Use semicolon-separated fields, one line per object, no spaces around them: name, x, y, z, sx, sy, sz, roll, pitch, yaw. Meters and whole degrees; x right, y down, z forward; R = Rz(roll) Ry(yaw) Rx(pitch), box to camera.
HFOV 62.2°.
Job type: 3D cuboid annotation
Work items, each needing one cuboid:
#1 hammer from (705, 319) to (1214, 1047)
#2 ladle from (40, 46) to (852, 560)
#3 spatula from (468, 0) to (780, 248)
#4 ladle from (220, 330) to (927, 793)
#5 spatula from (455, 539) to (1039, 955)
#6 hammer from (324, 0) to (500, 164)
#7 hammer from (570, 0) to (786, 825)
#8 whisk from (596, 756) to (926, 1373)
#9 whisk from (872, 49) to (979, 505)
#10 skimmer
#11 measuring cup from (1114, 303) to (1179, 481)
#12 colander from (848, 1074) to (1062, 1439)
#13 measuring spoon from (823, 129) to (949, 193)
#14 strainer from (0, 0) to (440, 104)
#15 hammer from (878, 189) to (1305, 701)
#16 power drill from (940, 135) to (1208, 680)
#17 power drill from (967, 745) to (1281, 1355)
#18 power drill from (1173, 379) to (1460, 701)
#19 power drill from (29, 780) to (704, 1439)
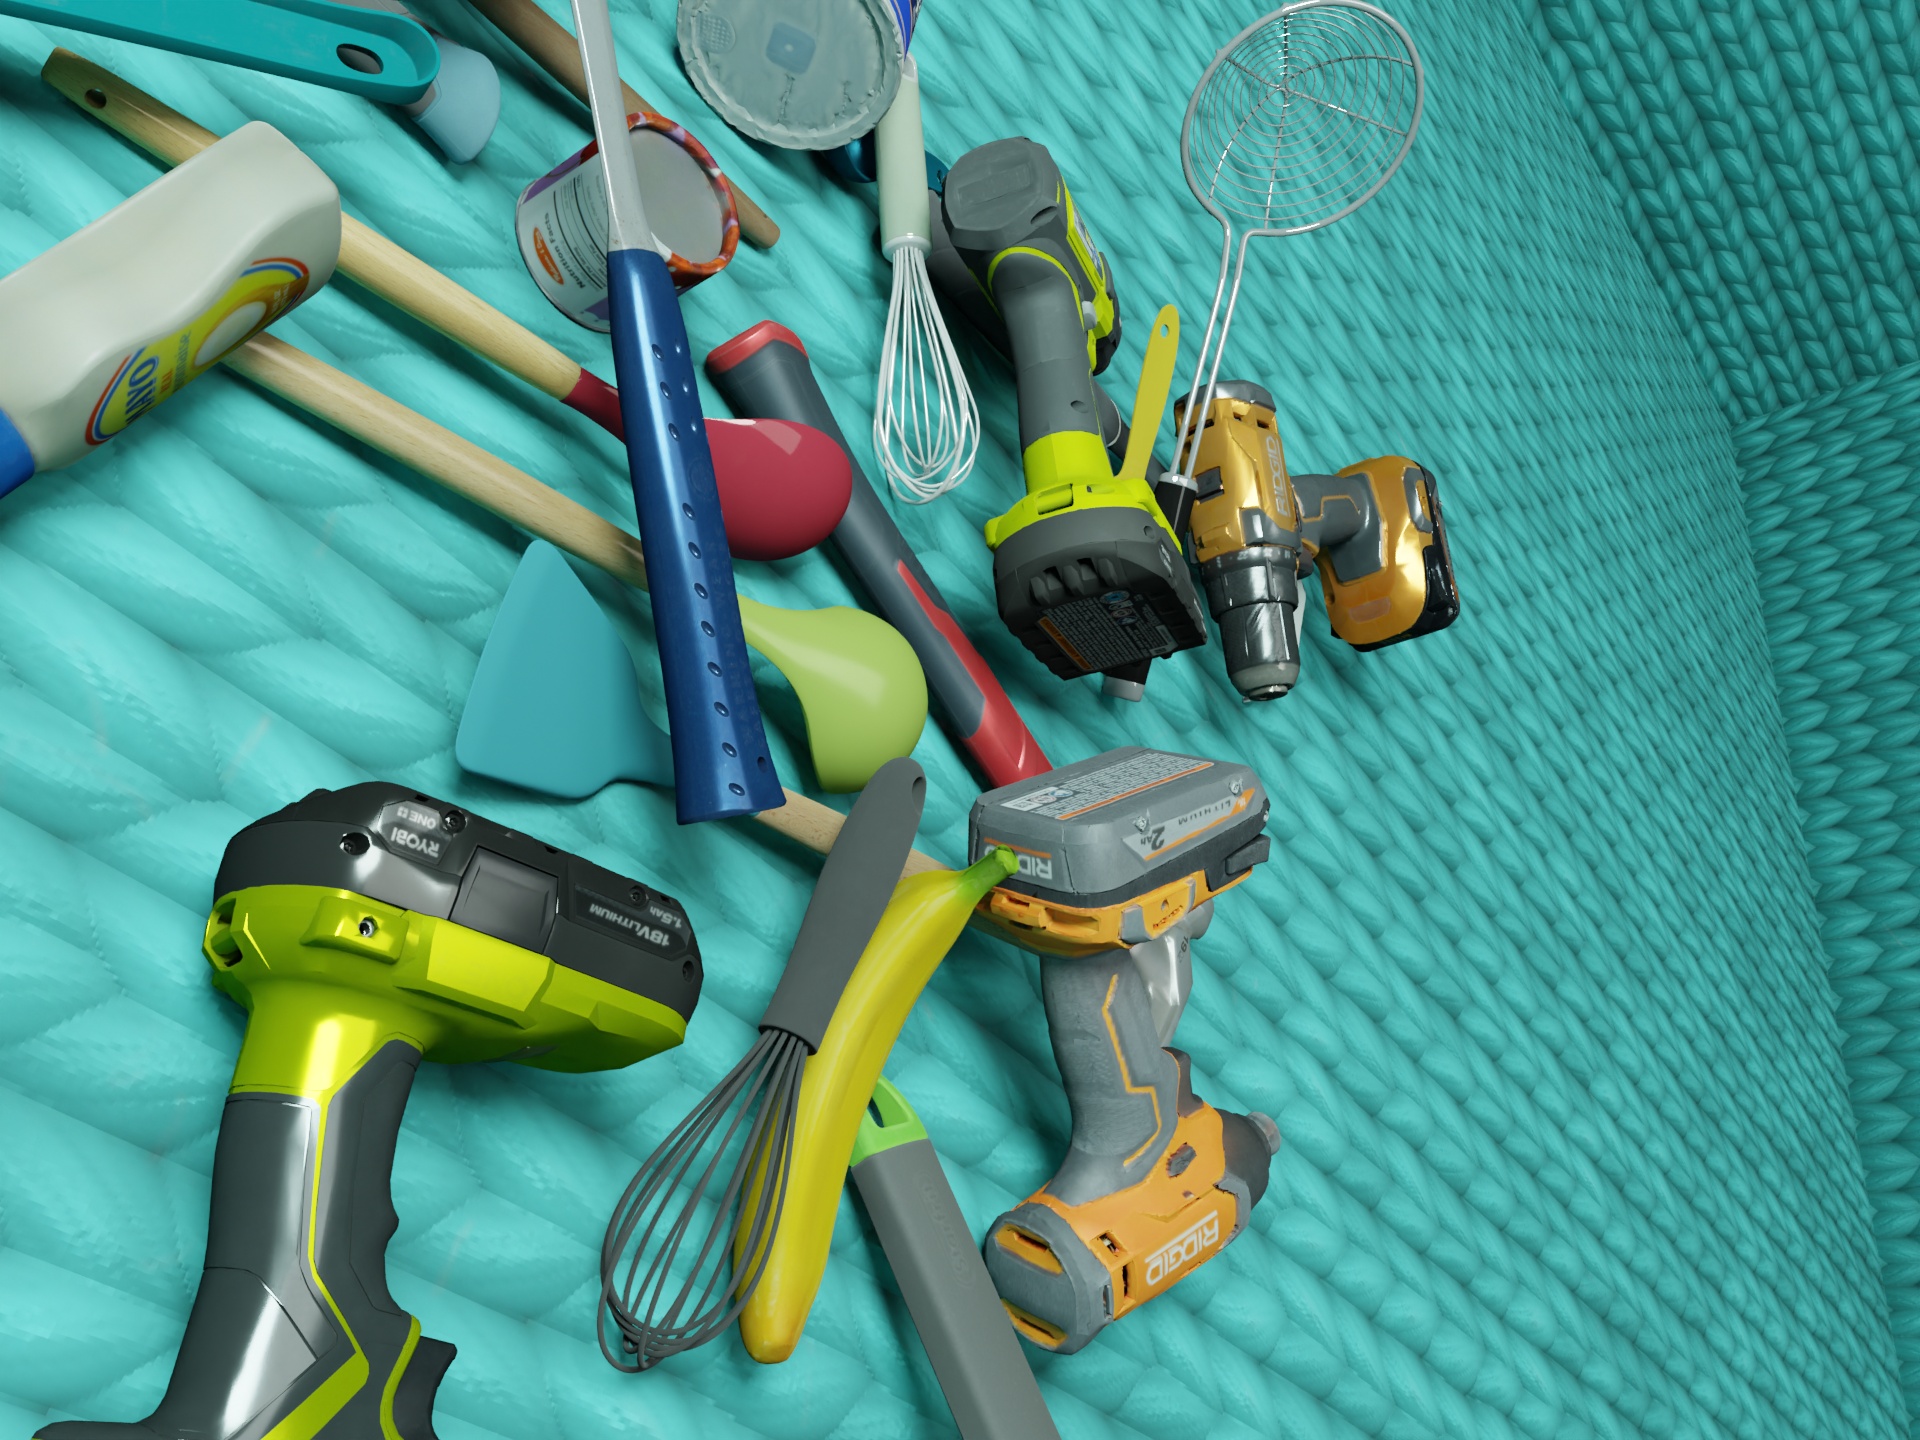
hammer;-0.001;-0.002;0.726;0.386;0.038;0.143;56;39;-20
ladle;-0.160;-0.135;0.566;0.315;0.069;0.031;29;26;-37
spatula;-0.170;-0.269;0.607;0.315;0.018;0.060;30;34;-53
ladle;-0.133;-0.058;0.581;0.319;0.062;0.078;29;56;-35
spatula;-0.052;0.041;0.613;0.317;0.044;0.082;30;64;-35
hammer;-0.280;-0.299;0.490;0.330;0.033;0.128;37;47;-39
hammer;-0.115;-0.167;0.534;0.144;0.035;0.405;-10;90;-69
whisk;-0.062;0.108;0.553;0.055;0.055;0.239;46;52;-31
whisk;-0.025;-0.220;0.769;0.057;0.059;0.246;8;70;-40
skimmer;0.143;-0.183;0.831;0.127;0.090;0.363;13;93;-24
measuring cup;0.090;-0.153;0.876;0.062;0.029;0.156;16;87;-40
colander;0.016;0.323;0.572;0.204;0.094;0.397;3;54;-53
measuring spoon;-0.039;-0.293;0.834;0.128;0.021;0.042;-13;95;-64
strainer;-0.268;-0.211;0.365;0.340;0.095;0.211;-4;73;-44
hammer;0.094;-0.159;0.932;0.408;0.036;0.149;38;48;-38
power drill;0.056;-0.142;0.767;0.171;0.080;0.223;38;41;-64
power drill;0.080;0.131;0.674;0.164;0.084;0.226;-16;108;-42
power drill;0.219;-0.095;0.974;0.226;0.084;0.185;8;70;-46
power drill;-0.142;0.150;0.421;0.190;0.080;0.229;29;54;-35
